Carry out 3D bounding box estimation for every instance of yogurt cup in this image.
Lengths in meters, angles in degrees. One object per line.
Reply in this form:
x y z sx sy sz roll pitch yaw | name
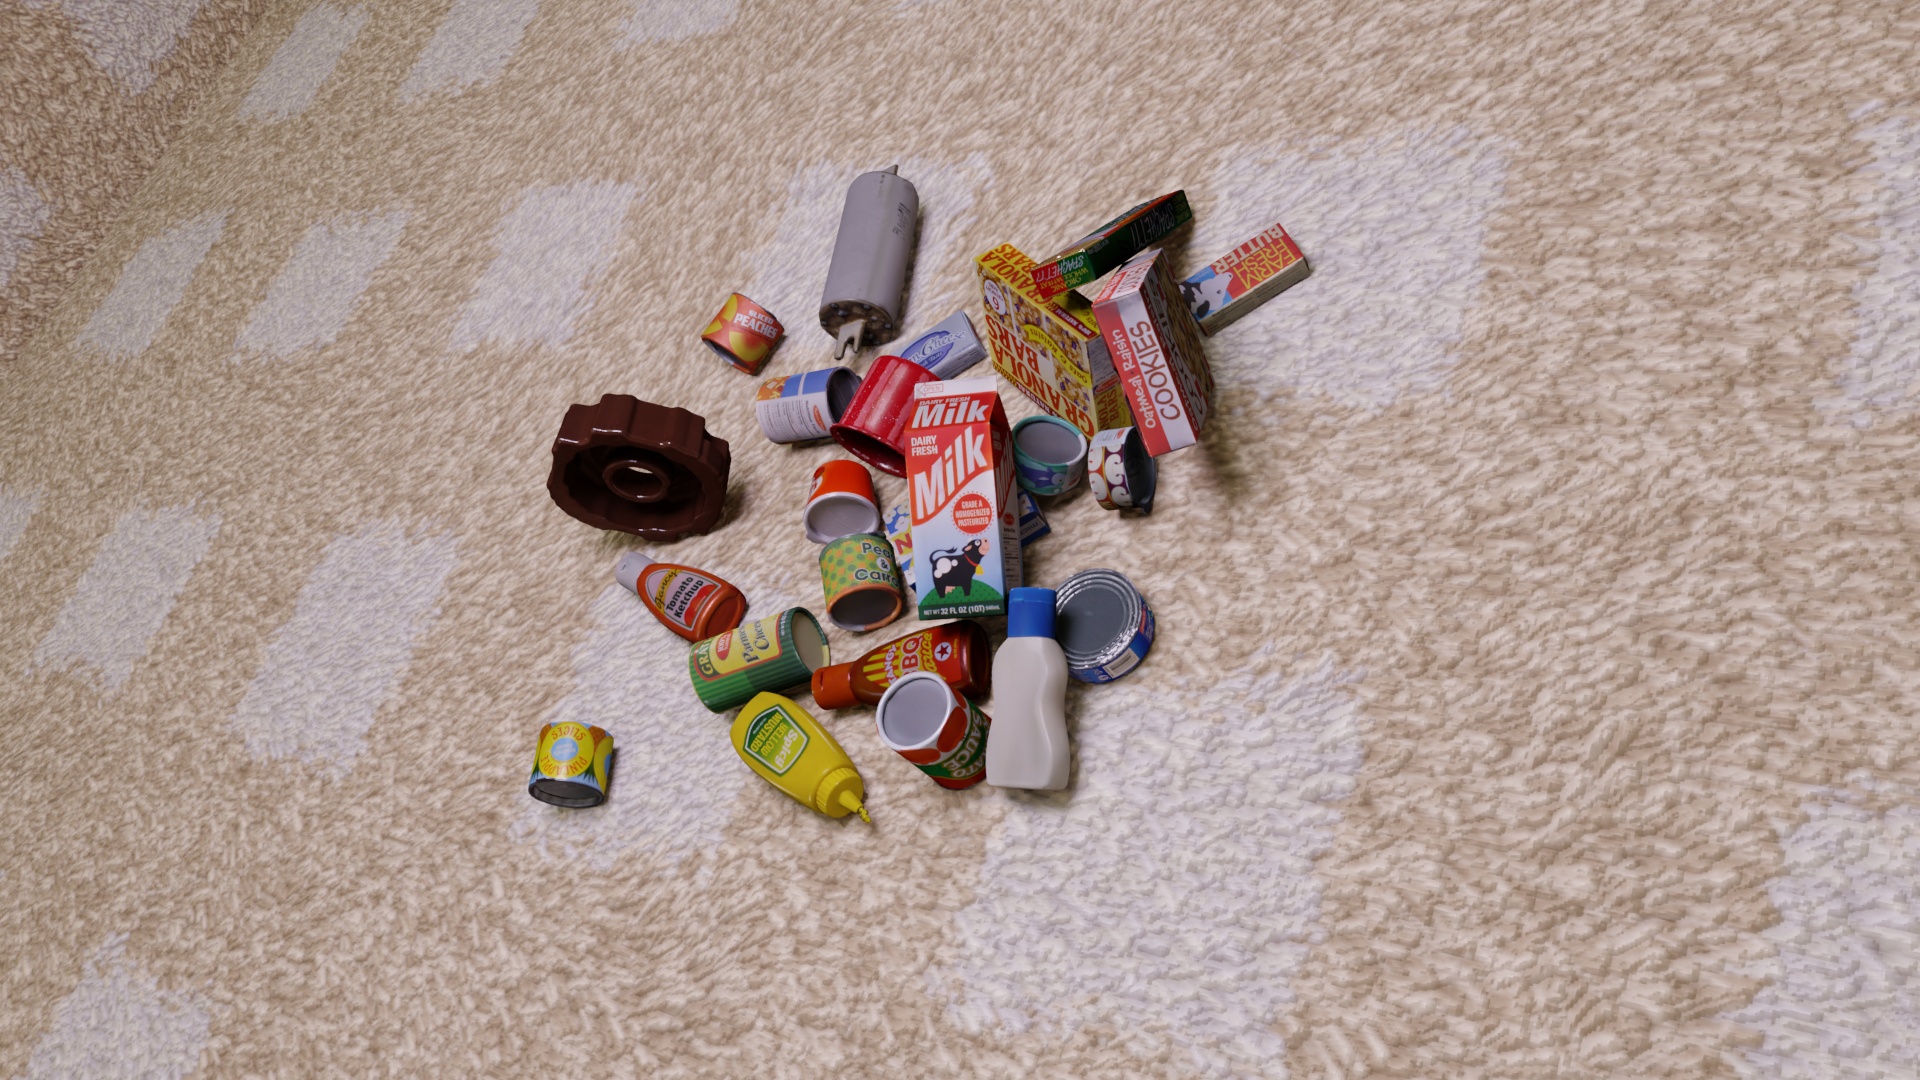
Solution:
-0.106 -0.036 1.247 0.072 0.072 0.054 -21 44 18 | yogurt cup

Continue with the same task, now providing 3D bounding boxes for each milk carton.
0.003 -0.034 1.104 0.072 0.073 0.190 -5 87 16 | milk carton

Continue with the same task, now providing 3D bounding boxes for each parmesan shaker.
-0.172 0.101 1.196 0.103 0.071 0.071 -21 52 18 | parmesan shaker

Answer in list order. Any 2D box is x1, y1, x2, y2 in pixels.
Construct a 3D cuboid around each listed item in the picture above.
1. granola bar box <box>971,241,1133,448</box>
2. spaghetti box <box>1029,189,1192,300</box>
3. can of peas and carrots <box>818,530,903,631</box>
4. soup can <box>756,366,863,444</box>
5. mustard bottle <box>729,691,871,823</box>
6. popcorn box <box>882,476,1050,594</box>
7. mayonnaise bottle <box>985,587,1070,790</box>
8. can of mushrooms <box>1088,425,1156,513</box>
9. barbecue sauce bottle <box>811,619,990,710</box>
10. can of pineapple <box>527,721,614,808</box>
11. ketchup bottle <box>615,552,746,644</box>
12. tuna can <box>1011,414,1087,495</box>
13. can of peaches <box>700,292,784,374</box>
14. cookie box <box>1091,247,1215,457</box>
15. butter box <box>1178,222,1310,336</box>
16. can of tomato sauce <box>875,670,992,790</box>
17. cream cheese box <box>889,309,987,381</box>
0.079 -0.164 1.175 0.039 0.123 0.166 -30 46 -16 | granola bar box
0.133 -0.253 1.167 0.050 0.028 0.251 -14 16 33 | spaghetti box
-0.083 0.035 1.183 0.071 0.070 0.059 -25 52 16 | can of peas and carrots
-0.142 -0.130 1.329 0.083 0.071 0.071 -5 59 29 | soup can
-0.122 0.181 1.123 0.160 0.048 0.065 30 81 41 | mustard bottle
0.004 -0.015 1.181 0.126 0.038 0.085 -31 51 10 | popcorn box
0.052 0.110 1.038 0.064 0.041 0.148 -5 78 40 | mayonnaise bottle
0.130 -0.055 1.115 0.033 0.071 0.071 -5 58 29 | can of mushrooms
-0.050 0.109 1.131 0.148 0.043 0.065 -14 57 24 | barbecue sauce bottle
-0.346 0.199 1.235 0.071 0.071 0.058 -14 55 24 | can of pineapple
-0.267 0.050 1.301 0.149 0.043 0.065 22 74 40 | ketchup bottle
0.069 -0.073 1.155 0.071 0.032 0.071 6 45 -6 | tuna can
-0.224 -0.213 1.429 0.071 0.071 0.058 27 78 40 | can of peaches
0.151 -0.148 1.073 0.040 0.122 0.168 -18 16 21 | cookie box
0.240 -0.222 1.183 0.103 0.024 0.053 -31 50 11 | butter box
-0.015 0.146 1.059 0.071 0.083 0.071 -16 54 23 | can of tomato sauce
-0.030 -0.169 1.312 0.103 0.024 0.053 -31 49 10 | cream cheese box
